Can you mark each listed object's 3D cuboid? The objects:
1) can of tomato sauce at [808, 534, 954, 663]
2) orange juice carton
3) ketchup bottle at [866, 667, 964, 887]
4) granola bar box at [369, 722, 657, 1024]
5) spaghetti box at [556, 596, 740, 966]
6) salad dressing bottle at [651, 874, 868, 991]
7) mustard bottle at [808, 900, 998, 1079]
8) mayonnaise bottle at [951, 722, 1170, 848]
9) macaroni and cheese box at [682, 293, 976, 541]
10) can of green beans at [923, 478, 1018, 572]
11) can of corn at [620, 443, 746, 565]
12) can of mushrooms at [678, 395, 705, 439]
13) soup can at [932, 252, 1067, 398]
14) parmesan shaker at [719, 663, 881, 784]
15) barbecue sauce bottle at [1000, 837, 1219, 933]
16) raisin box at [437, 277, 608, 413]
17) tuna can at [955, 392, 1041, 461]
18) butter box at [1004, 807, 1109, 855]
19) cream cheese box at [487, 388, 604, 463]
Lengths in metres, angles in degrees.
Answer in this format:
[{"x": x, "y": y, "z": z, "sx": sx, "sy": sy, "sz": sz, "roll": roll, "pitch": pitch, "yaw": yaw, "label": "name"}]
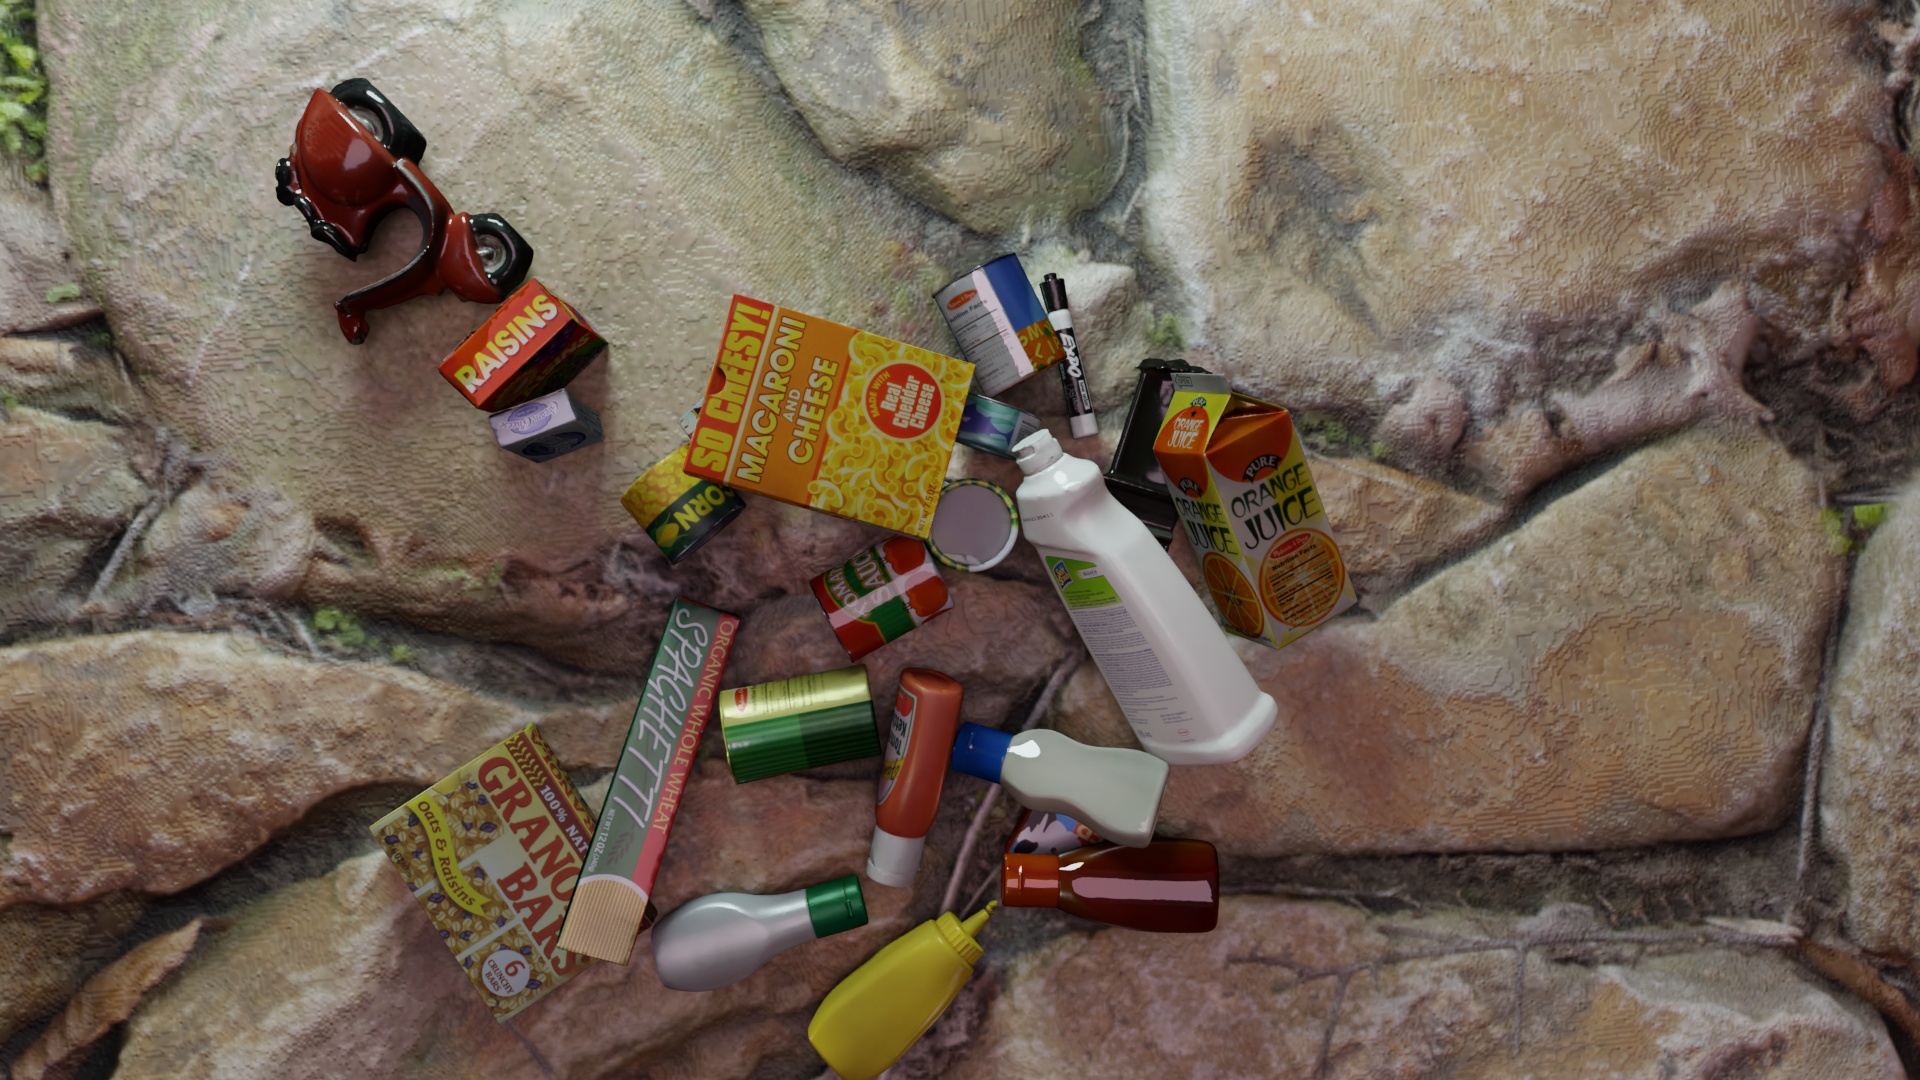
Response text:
[{"x": -0.055, "y": 0.036, "z": 0.972, "sx": 0.083, "sy": 0.071, "sz": 0.071, "roll": -28, "pitch": 92, "yaw": -4, "label": "can of tomato sauce"}, {"x": 0.198, "y": -0.029, "z": 0.964, "sx": 0.073, "sy": 0.072, "sz": 0.192, "roll": -28, "pitch": 105, "yaw": -15, "label": "orange juice carton"}, {"x": -0.034, "y": 0.168, "z": 0.979, "sx": 0.043, "sy": 0.065, "sz": 0.148, "roll": 10, "pitch": 98, "yaw": -17, "label": "ketchup bottle"}, {"x": -0.309, "y": 0.231, "z": 0.968, "sx": 0.124, "sy": 0.039, "sz": 0.165, "roll": -33, "pitch": 92, "yaw": -4, "label": "granola bar box"}, {"x": -0.213, "y": 0.162, "z": 0.956, "sx": 0.050, "sy": 0.028, "sz": 0.250, "roll": 19, "pitch": 78, "yaw": -12, "label": "spaghetti box"}, {"x": -0.140, "y": 0.273, "z": 0.979, "sx": 0.148, "sy": 0.044, "sz": 0.064, "roll": -14, "pitch": 90, "yaw": -5, "label": "salad dressing bottle"}, {"x": -0.032, "y": 0.311, "z": 0.983, "sx": 0.160, "sy": 0.049, "sz": 0.065, "roll": -41, "pitch": 92, "yaw": -4, "label": "mustard bottle"}, {"x": 0.068, "y": 0.165, "z": 0.975, "sx": 0.148, "sy": 0.041, "sz": 0.065, "roll": 15, "pitch": 61, "yaw": 15, "label": "mayonnaise bottle"}, {"x": -0.087, "y": -0.081, "z": 0.923, "sx": 0.166, "sy": 0.040, "sz": 0.124, "roll": 16, "pitch": 85, "yaw": -8, "label": "macaroni and cheese box"}, {"x": 0.005, "y": -0.011, "z": 0.982, "sx": 0.071, "sy": 0.058, "sz": 0.071, "roll": 0, "pitch": 90, "yaw": -4, "label": "can of green beans"}, {"x": -0.191, "y": -0.027, "z": 0.962, "sx": 0.071, "sy": 0.071, "sz": 0.058, "roll": -40, "pitch": 92, "yaw": -3, "label": "can of corn"}, {"x": -0.161, "y": -0.068, "z": 0.966, "sx": 0.033, "sy": 0.071, "sz": 0.071, "roll": -42, "pitch": 93, "yaw": -2, "label": "can of mushrooms"}, {"x": 0.030, "y": -0.152, "z": 0.982, "sx": 0.071, "sy": 0.071, "sz": 0.083, "roll": -28, "pitch": 93, "yaw": -3, "label": "soup can"}, {"x": -0.110, "y": 0.129, "z": 0.967, "sx": 0.103, "sy": 0.071, "sz": 0.071, "roll": -10, "pitch": 91, "yaw": -4, "label": "parmesan shaker"}, {"x": 0.103, "y": 0.239, "z": 0.969, "sx": 0.149, "sy": 0.043, "sz": 0.065, "roll": 3, "pitch": 79, "yaw": -4, "label": "barbecue sauce bottle"}, {"x": -0.289, "y": -0.125, "z": 0.929, "sx": 0.086, "sy": 0.123, "sz": 0.040, "roll": -44, "pitch": 93, "yaw": -2, "label": "raisin box"}, {"x": 0.019, "y": -0.081, "z": 0.980, "sx": 0.071, "sy": 0.071, "sz": 0.033, "roll": 18, "pitch": 90, "yaw": -4, "label": "tuna can"}, {"x": 0.089, "y": 0.224, "z": 1.004, "sx": 0.103, "sy": 0.024, "sz": 0.053, "roll": 28, "pitch": 87, "yaw": -3, "label": "butter box"}, {"x": -0.278, "y": -0.076, "z": 0.940, "sx": 0.053, "sy": 0.103, "sz": 0.024, "roll": -21, "pitch": 89, "yaw": -5, "label": "cream cheese box"}]
